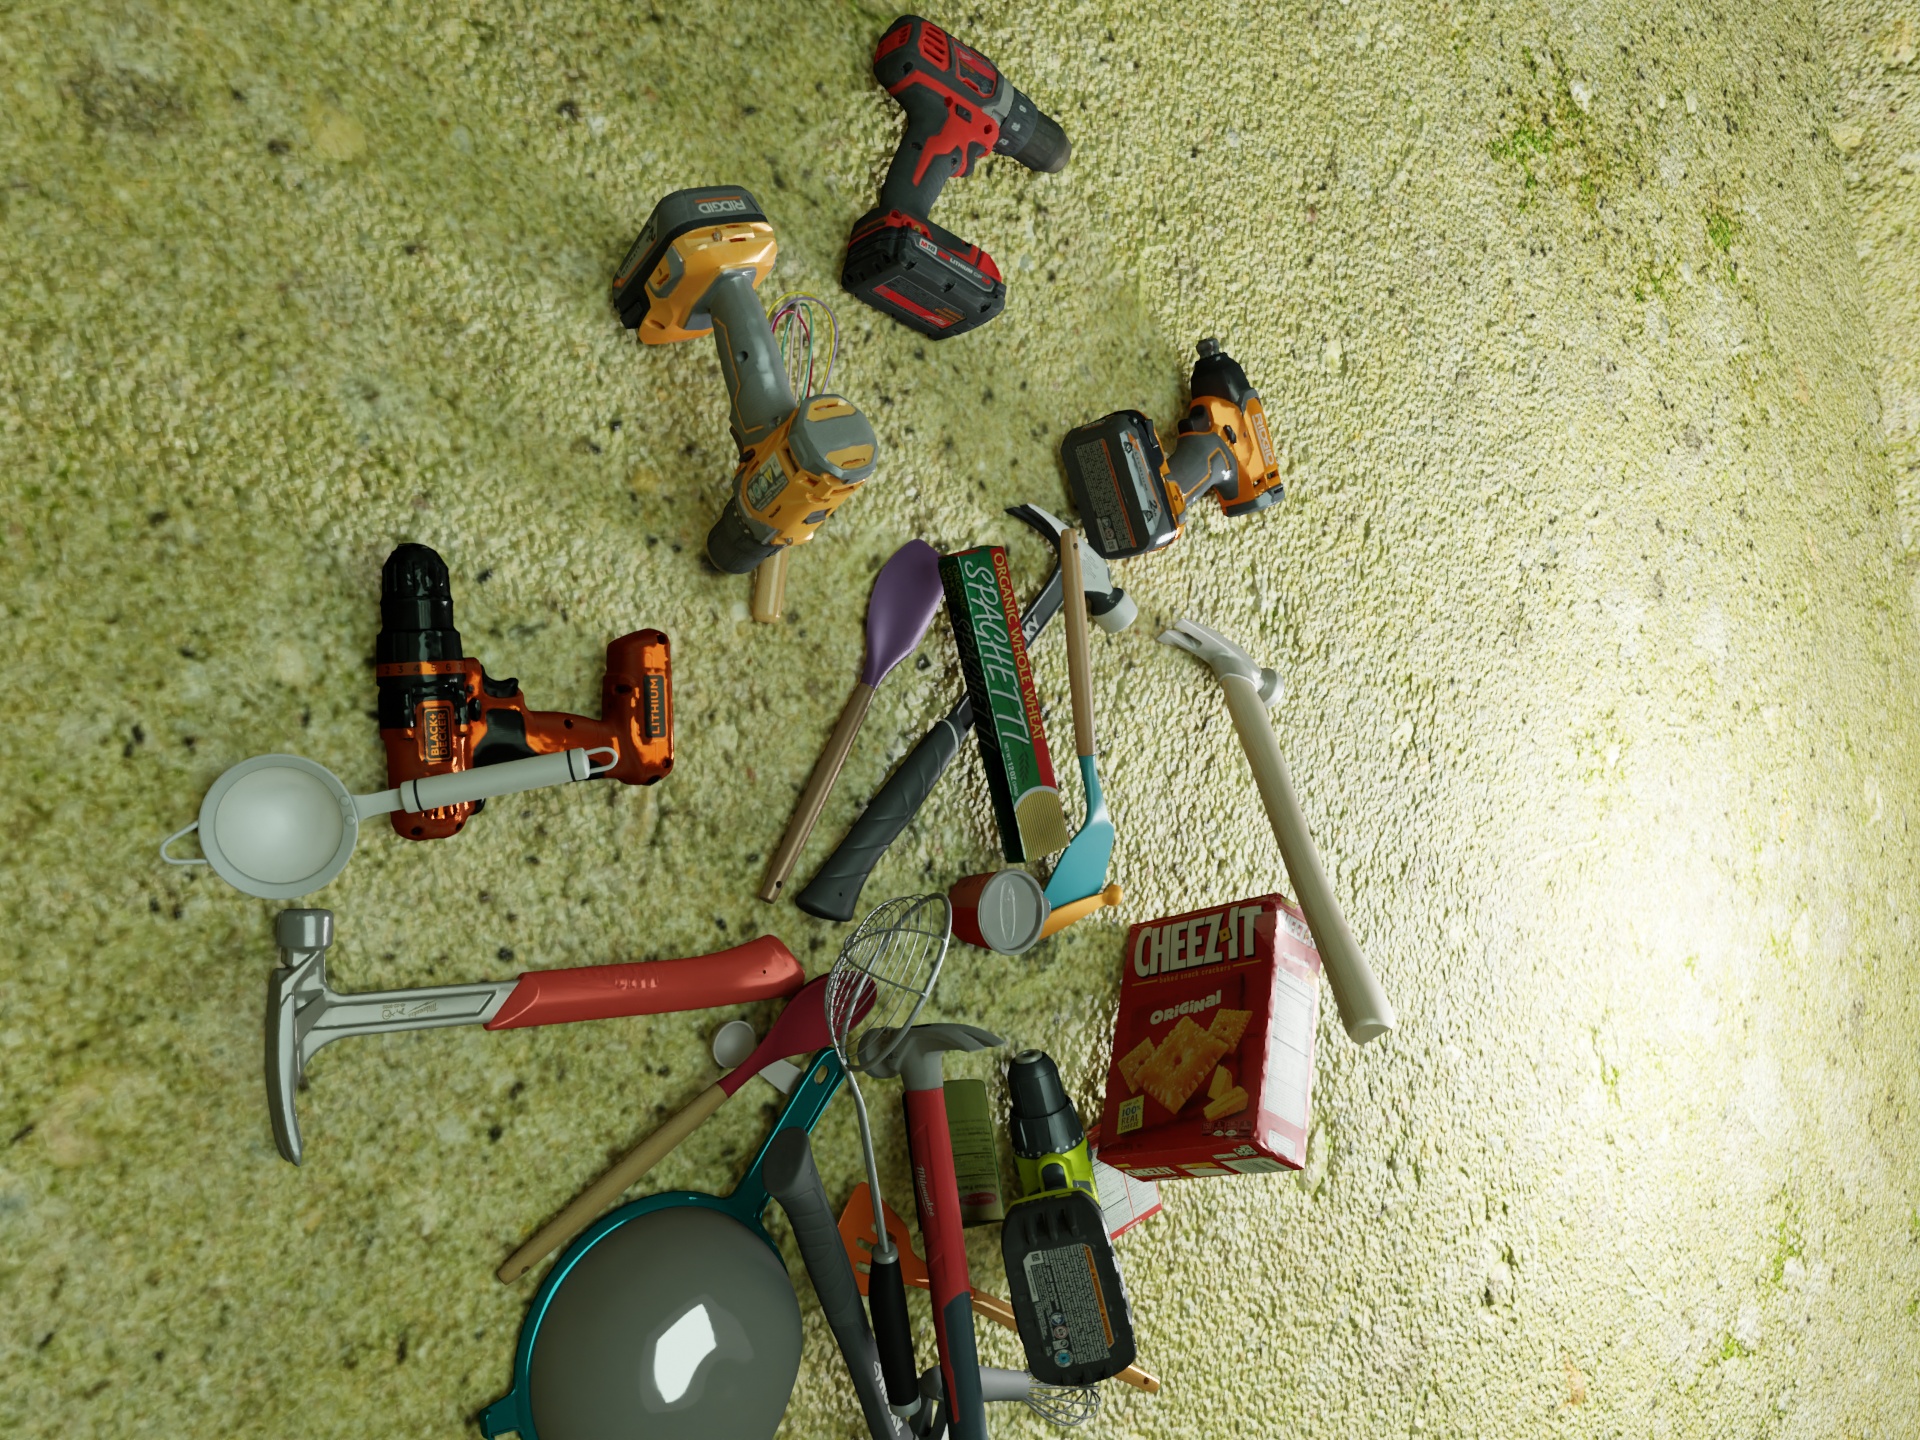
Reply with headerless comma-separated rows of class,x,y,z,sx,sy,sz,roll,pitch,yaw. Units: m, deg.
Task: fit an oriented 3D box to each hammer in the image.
hammer,-0.262,0.190,1.040,0.359,0.037,0.149,2,86,-38
hammer,-0.002,-0.004,1.261,0.149,0.036,0.409,50,60,-24
hammer,-0.073,0.421,1.107,0.146,0.035,0.334,-55,135,-56
hammer,0.003,0.404,1.095,0.038,0.143,0.386,-3,82,-36
hammer,0.267,0.082,1.326,0.146,0.038,0.411,27,35,-35

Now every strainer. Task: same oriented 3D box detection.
strainer,-0.332,0.047,0.940,0.258,0.050,0.087,-11,102,-8
strainer,-0.149,0.377,1.077,0.210,0.095,0.340,44,65,-28

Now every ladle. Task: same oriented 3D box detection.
ladle,-0.183,0.272,1.089,0.315,0.031,0.069,-38,137,-26

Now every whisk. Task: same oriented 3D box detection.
whisk,0.041,0.515,1.227,0.238,0.055,0.055,31,68,-48
whisk,-0.132,-0.194,1.166,0.047,0.051,0.245,9,87,-45

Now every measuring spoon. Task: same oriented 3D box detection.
measuring spoon,0.098,0.164,1.341,0.117,0.011,0.021,-18,117,-39
measuring spoon,-0.137,0.253,1.153,0.124,0.018,0.034,43,70,-36

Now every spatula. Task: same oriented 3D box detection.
spatula,0.031,0.457,1.231,0.322,0.041,0.081,31,65,-18
spatula,0.092,0.002,1.306,0.082,0.044,0.317,-12,101,-41
spatula,-0.083,-0.005,1.207,0.059,0.018,0.316,37,64,-30

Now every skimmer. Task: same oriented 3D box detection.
skimmer,-0.030,0.297,1.069,0.090,0.127,0.363,-9,102,-11

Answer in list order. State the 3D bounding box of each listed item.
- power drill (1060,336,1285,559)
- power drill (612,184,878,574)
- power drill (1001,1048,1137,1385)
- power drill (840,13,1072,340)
power drill,0.192,-0.242,1.404,0.226,0.084,0.164,-27,103,-41
power drill,-0.156,-0.222,1.089,0.084,0.185,0.226,-20,81,-38
power drill,0.074,0.370,1.202,0.080,0.228,0.190,-13,98,3
power drill,0.003,-0.423,1.267,0.187,0.080,0.227,20,72,-37
